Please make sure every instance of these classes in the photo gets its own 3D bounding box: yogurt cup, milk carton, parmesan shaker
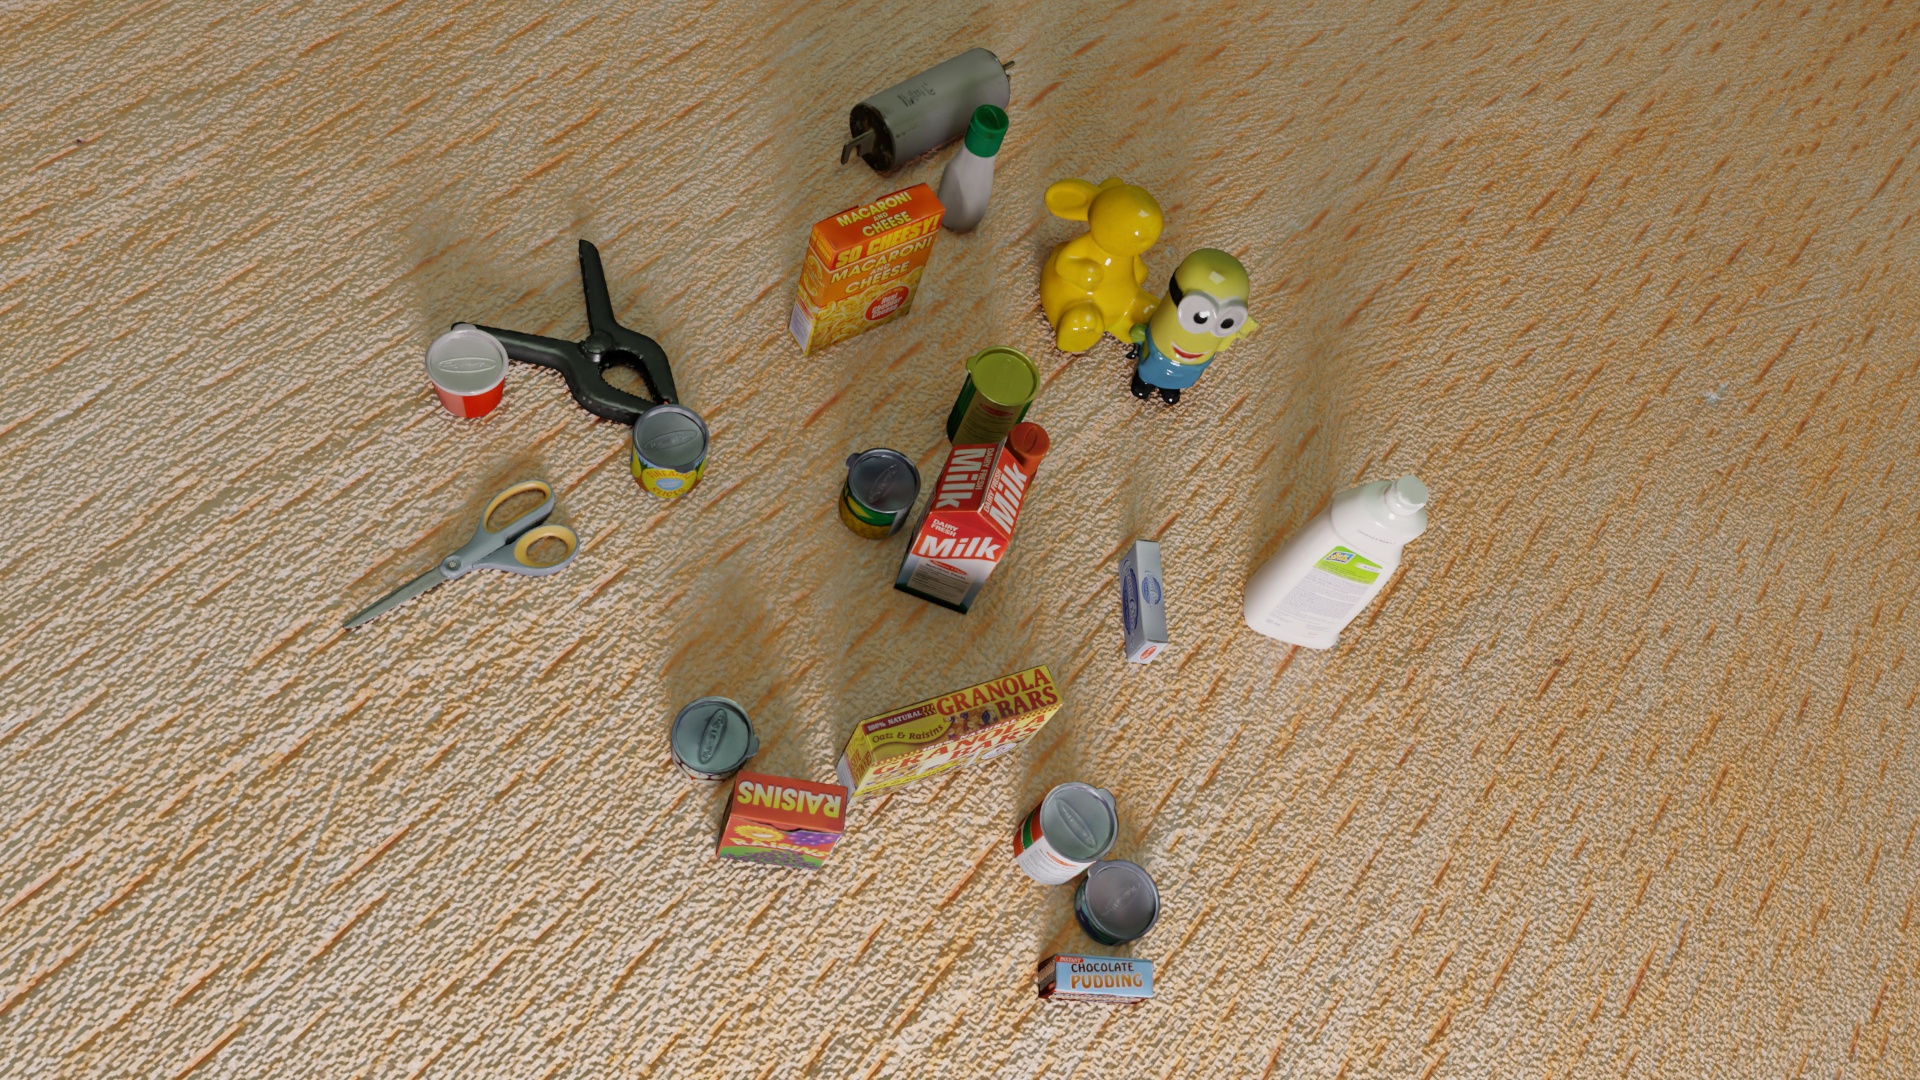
[{"bbox_3d":[-0.431,-0.144,1.216,0.072,0.053,0.073,7,62,-12],"label":"yogurt cup"},{"bbox_3d":[0.004,-0.015,1.193,0.073,0.189,0.073,21,60,-5],"label":"milk carton"},{"bbox_3d":[0.027,-0.129,1.309,0.071,0.102,0.071,7,62,-12],"label":"parmesan shaker"}]

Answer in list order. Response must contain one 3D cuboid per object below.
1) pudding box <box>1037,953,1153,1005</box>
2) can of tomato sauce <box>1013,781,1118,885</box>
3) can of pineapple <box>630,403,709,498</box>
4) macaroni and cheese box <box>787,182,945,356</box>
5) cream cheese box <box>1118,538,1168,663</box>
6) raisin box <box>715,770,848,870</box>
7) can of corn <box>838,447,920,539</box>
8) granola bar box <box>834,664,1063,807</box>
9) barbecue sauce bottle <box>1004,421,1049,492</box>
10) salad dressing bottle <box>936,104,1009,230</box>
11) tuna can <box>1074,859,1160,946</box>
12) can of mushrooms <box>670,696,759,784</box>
[{"bbox_3d":[0.109,0.352,1.113,0.084,0.049,0.030,8,62,-12],"label":"pudding box"},{"bbox_3d":[0.086,0.241,1.145,0.071,0.082,0.071,7,62,-12],"label":"can of tomato sauce"},{"bbox_3d":[-0.257,-0.077,1.228,0.071,0.057,0.071,7,62,-12],"label":"can of pineapple"},{"bbox_3d":[-0.091,-0.253,1.304,0.124,0.165,0.040,-28,74,-26],"label":"macaroni and cheese box"},{"bbox_3d":[0.168,0.056,1.281,0.024,0.053,0.104,6,62,-13],"label":"cream cheese box"},{"bbox_3d":[-0.140,0.218,1.070,0.086,0.122,0.040,11,61,-10],"label":"raisin box"},{"bbox_3d":[-0.077,-0.043,1.261,0.071,0.058,0.071,7,62,-12],"label":"can of corn"},{"bbox_3d":[-0.013,0.159,1.136,0.166,0.123,0.039,-15,69,-22],"label":"granola bar box"},{"bbox_3d":[0.041,-0.054,1.248,0.044,0.147,0.065,23,60,-3],"label":"barbecue sauce bottle"},{"bbox_3d":[0.013,-0.377,1.409,0.044,0.147,0.064,-15,69,-22],"label":"salad dressing bottle"},{"bbox_3d":[0.128,0.300,1.155,0.071,0.032,0.071,7,62,-12],"label":"tuna can"},{"bbox_3d":[-0.201,0.164,1.133,0.071,0.033,0.071,7,62,-12],"label":"can of mushrooms"}]
